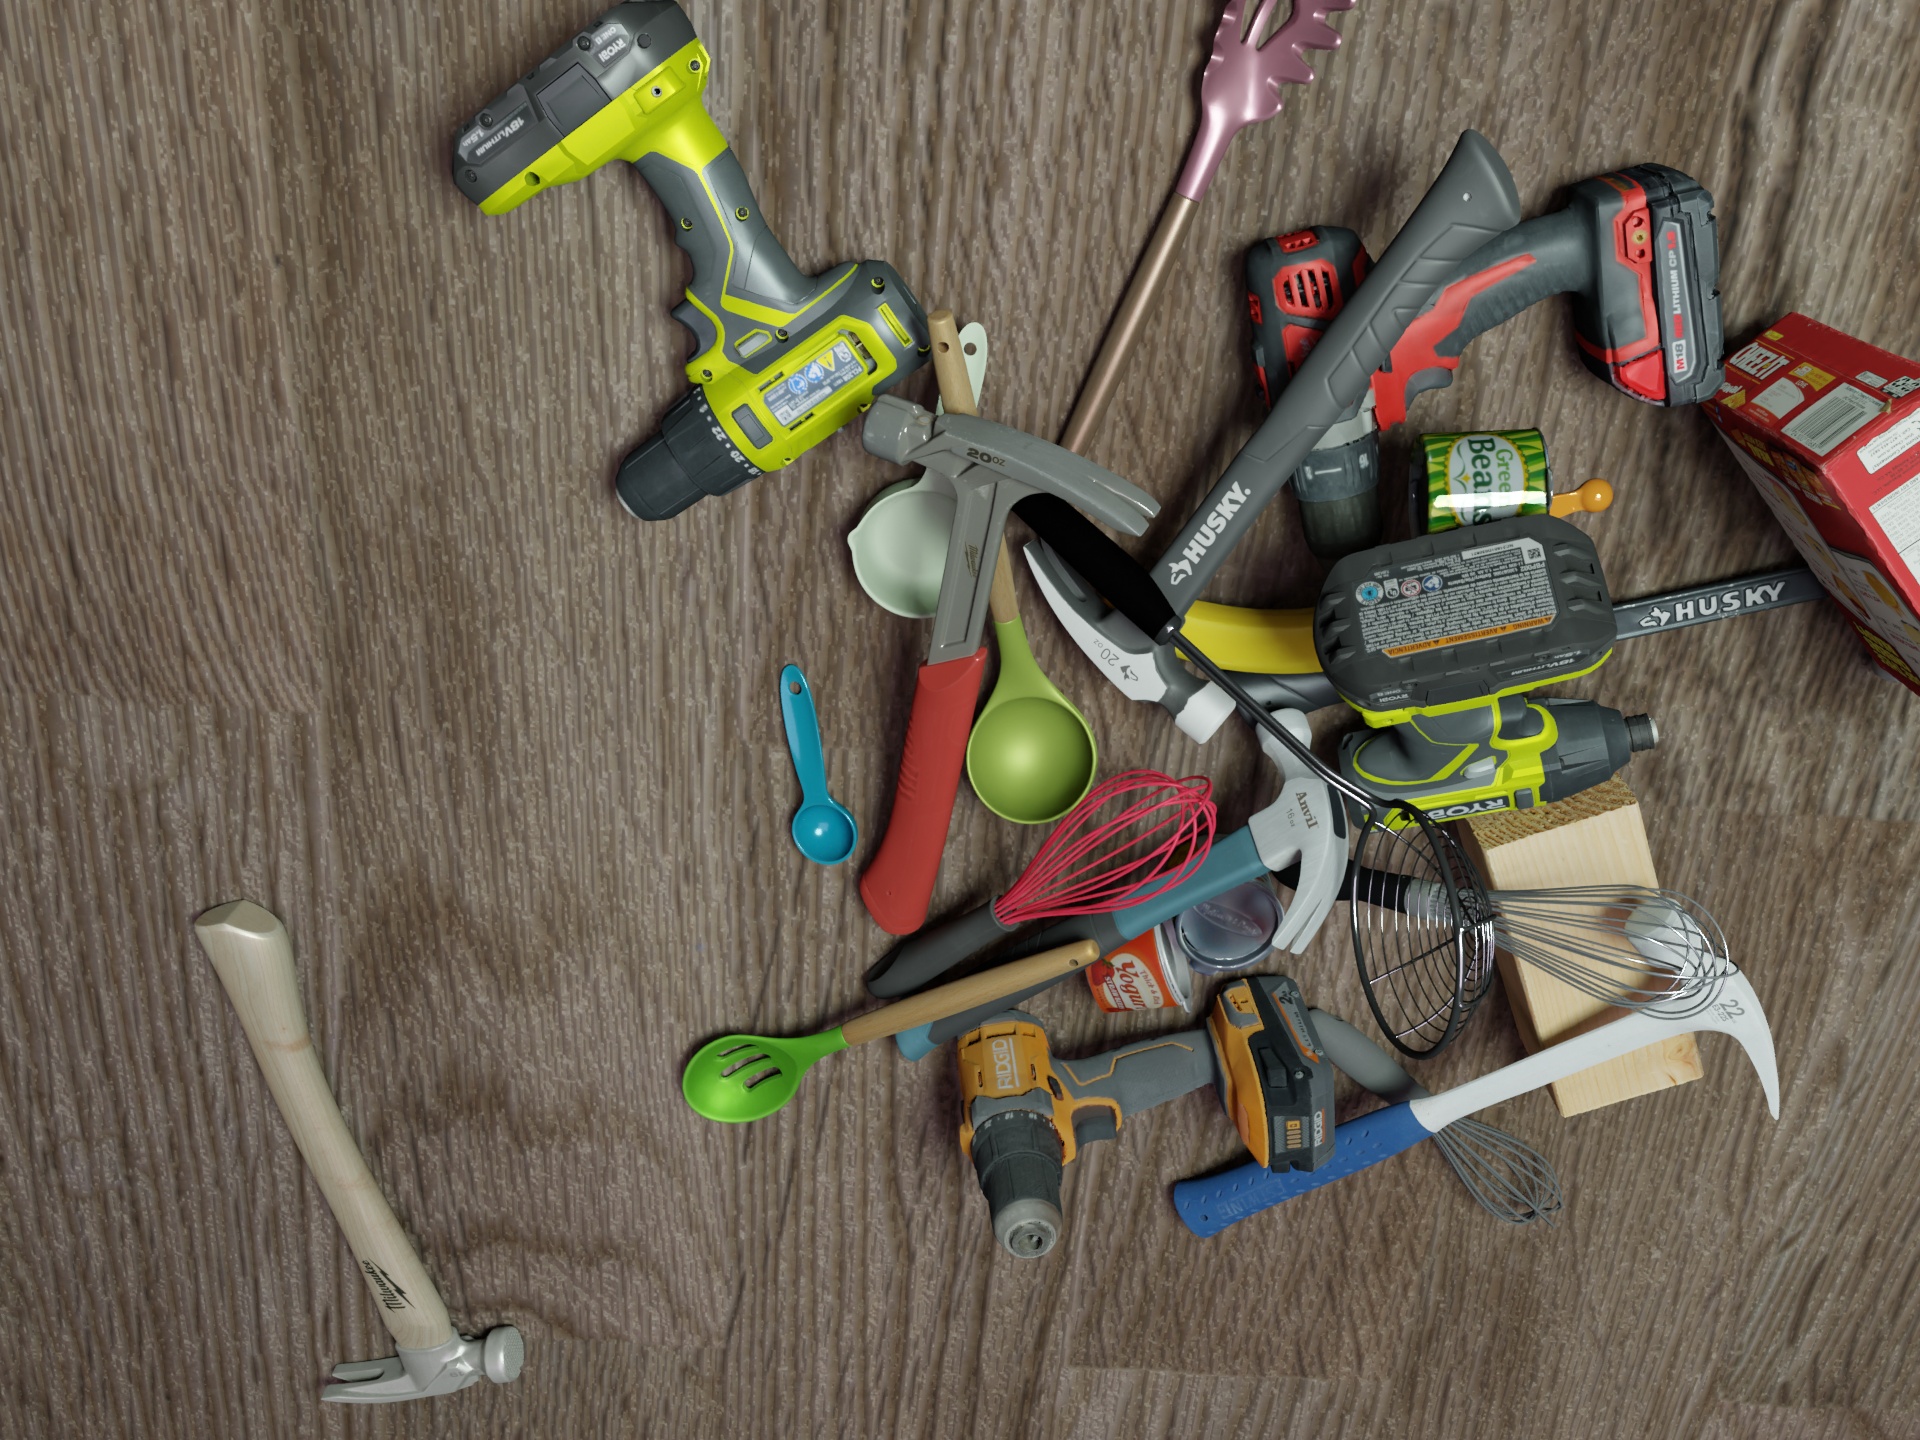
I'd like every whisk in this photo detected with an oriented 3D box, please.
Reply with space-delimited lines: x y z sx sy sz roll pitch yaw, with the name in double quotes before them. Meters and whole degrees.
"whisk" 0.040 0.106 0.943 0.073 0.073 0.296 41 130 -17
"whisk" 0.316 0.266 1.064 0.239 0.055 0.055 39 109 -13
"whisk" 0.292 0.108 0.897 0.070 0.285 0.070 -8 103 -40

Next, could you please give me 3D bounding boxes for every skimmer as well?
"skimmer" 0.133 0.013 0.819 0.363 0.127 0.090 44 71 9

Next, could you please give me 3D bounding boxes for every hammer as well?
"hammer" 0.356 -0.056 0.920 0.409 0.036 0.149 -12 113 5
"hammer" 0.300 0.247 0.988 0.144 0.035 0.405 46 126 -11
"hammer" -0.001 -0.003 0.876 0.149 0.037 0.358 24 134 13
"hammer" -0.432 0.305 1.083 0.146 0.038 0.410 -11 114 6
"hammer" 0.086 0.124 0.960 0.331 0.128 0.033 -33 146 28
"hammer" 0.160 -0.147 0.810 0.146 0.035 0.334 41 125 9

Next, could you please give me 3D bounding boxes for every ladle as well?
"ladle" 0.019 -0.070 0.857 0.078 0.062 0.319 -5 132 11

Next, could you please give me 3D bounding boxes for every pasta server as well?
"pasta server" 0.108 -0.245 0.829 0.060 0.040 0.316 16 115 -19

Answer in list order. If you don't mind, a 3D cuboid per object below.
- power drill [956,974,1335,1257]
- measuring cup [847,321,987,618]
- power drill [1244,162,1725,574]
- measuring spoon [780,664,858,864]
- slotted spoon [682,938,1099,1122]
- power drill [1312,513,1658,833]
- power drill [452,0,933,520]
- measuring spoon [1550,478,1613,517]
"power drill" 0.112 0.242 0.977 0.226 0.185 0.084 -8 116 0
"measuring cup" -0.011 -0.139 0.879 0.083 0.038 0.167 12 112 -6
"power drill" 0.272 -0.183 0.840 0.226 0.080 0.187 -12 114 8
"measuring spoon" -0.088 0.025 0.968 0.042 0.021 0.128 -4 107 19
"slotted spoon" -0.048 0.191 1.000 0.314 0.031 0.070 -24 116 26
"power drill" 0.278 -0.013 0.839 0.171 0.080 0.223 -12 152 17
"power drill" -0.148 -0.227 0.816 0.190 0.080 0.228 -32 114 13
"measuring spoon" 0.314 -0.113 0.905 0.117 0.011 0.021 -16 114 7
